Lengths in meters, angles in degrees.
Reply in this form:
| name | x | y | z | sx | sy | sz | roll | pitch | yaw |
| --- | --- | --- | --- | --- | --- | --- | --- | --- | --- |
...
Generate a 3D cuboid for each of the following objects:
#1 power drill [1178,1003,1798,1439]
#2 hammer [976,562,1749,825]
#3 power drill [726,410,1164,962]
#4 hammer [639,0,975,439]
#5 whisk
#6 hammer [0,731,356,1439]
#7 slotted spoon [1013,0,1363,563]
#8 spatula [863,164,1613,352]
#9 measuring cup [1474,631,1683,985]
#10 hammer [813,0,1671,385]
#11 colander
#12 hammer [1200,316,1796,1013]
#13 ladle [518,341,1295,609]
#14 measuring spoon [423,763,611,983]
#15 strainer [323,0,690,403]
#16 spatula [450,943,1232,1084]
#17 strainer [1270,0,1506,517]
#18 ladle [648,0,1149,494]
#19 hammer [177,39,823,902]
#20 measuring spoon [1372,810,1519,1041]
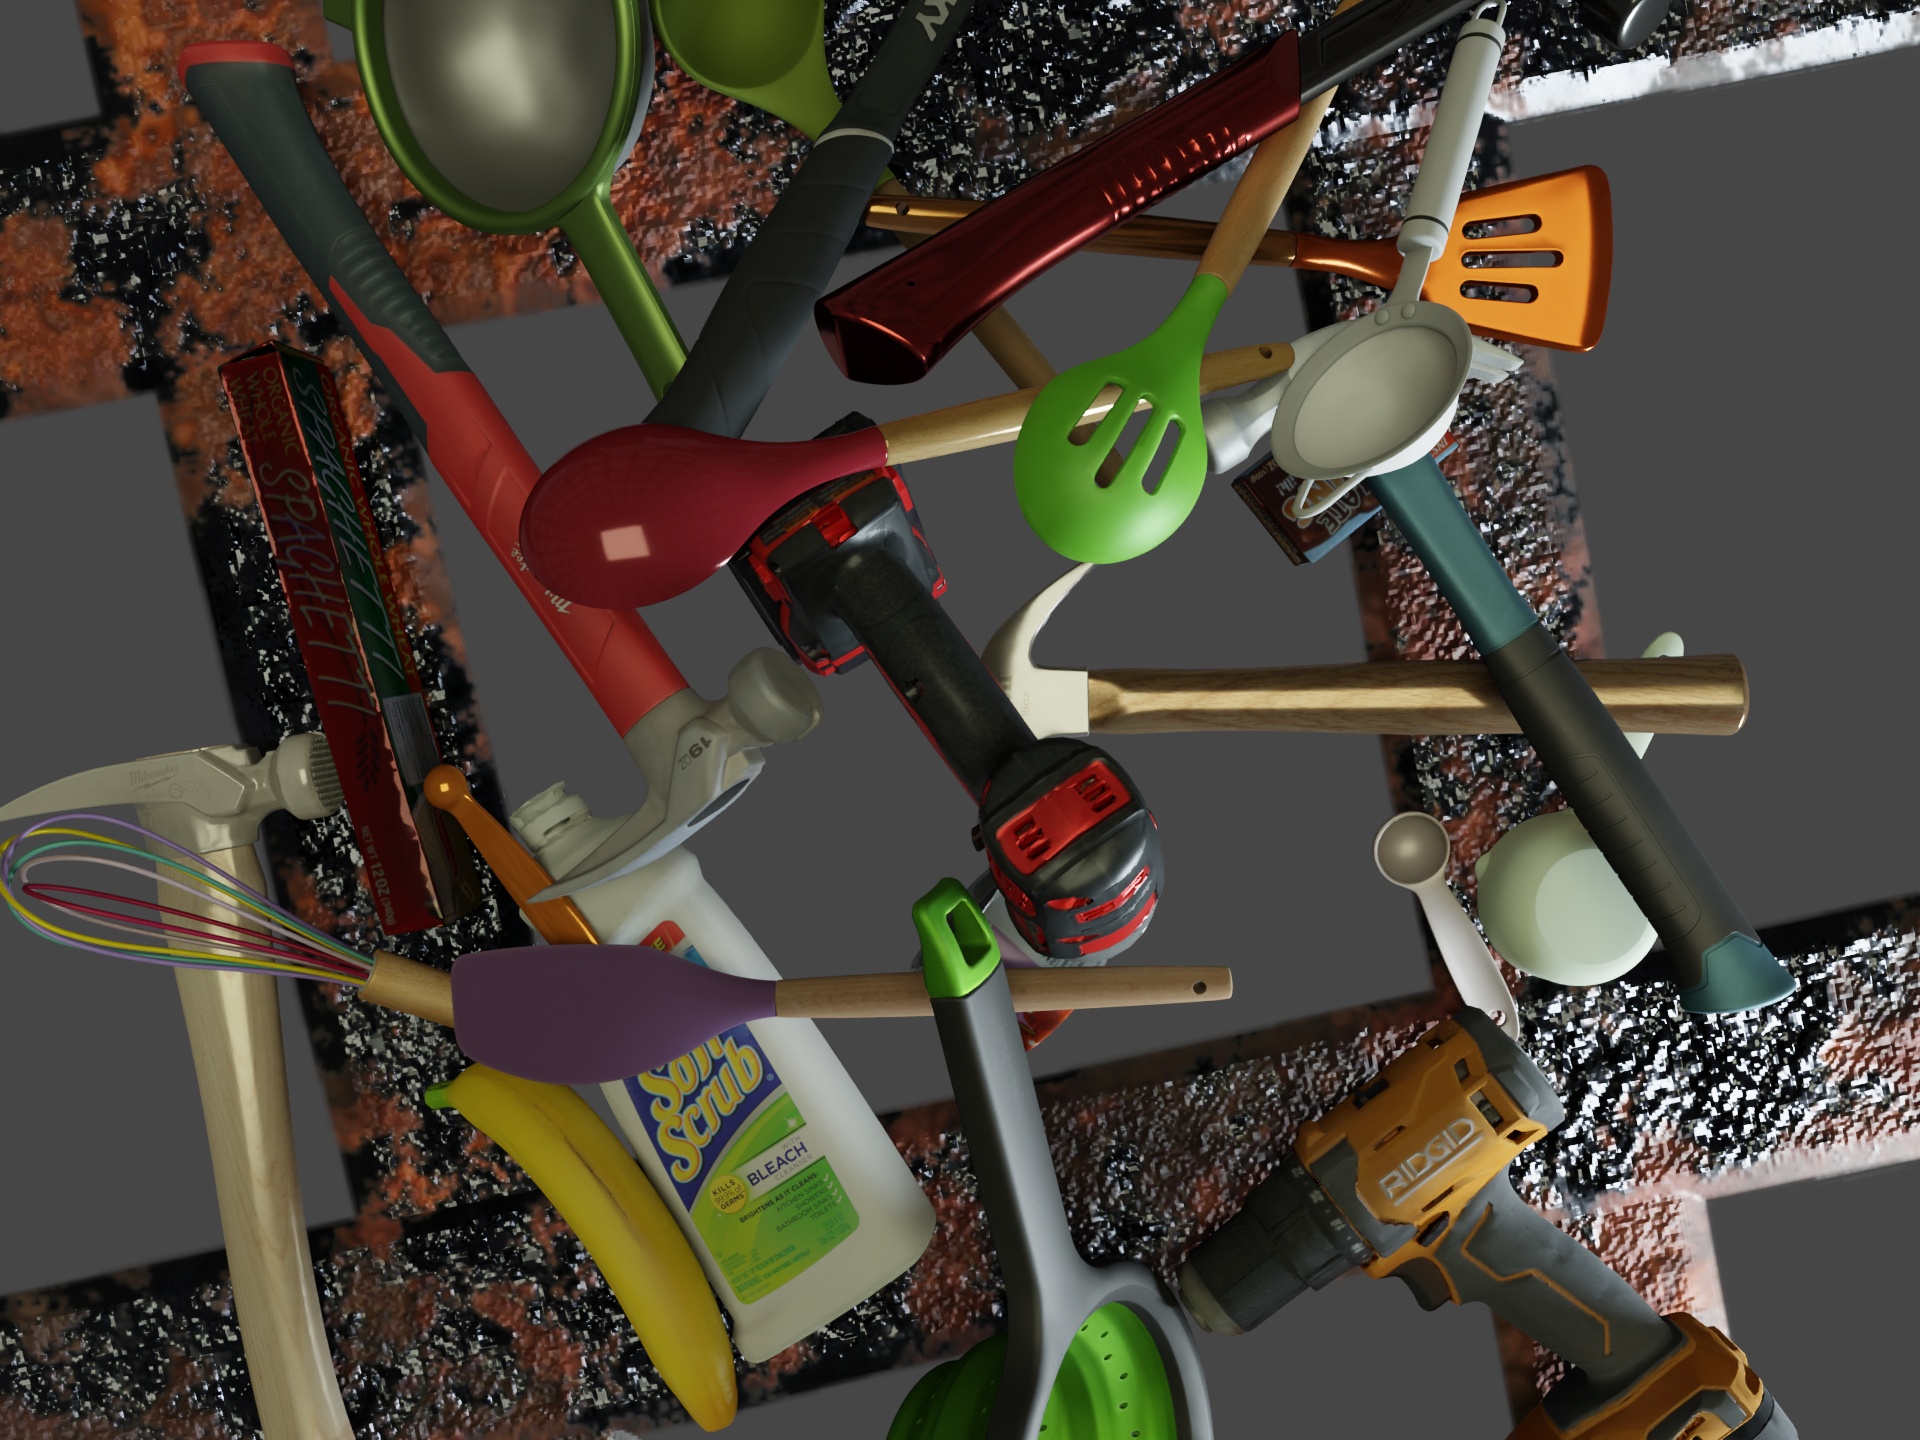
| name | x | y | z | sx | sy | sz | roll | pitch | yaw |
| --- | --- | --- | --- | --- | --- | --- | --- | --- | --- |
| power drill | 0.224 | 0.265 | 0.697 | 0.185 | 0.084 | 0.226 | -39 | 90 | 2 |
| hammer | 0.170 | -0.012 | 0.693 | 0.331 | 0.031 | 0.130 | -1 | 92 | 2 |
| power drill | -0.001 | -0.002 | 0.621 | 0.078 | 0.143 | 0.220 | -36 | 67 | -5 |
| hammer | -0.028 | -0.238 | 0.626 | 0.149 | 0.036 | 0.409 | 29 | 77 | -8 |
| whisk | -0.265 | 0.100 | 0.650 | 0.244 | 0.047 | 0.051 | 26 | 92 | -26 |
| hammer | -0.314 | 0.217 | 0.696 | 0.146 | 0.038 | 0.410 | -9 | 94 | 0 |
| slotted spoon | 0.106 | -0.190 | 0.628 | 0.070 | 0.031 | 0.314 | 31 | 64 | -5 |
| spatula | 0.120 | -0.204 | 0.672 | 0.322 | 0.041 | 0.081 | 1 | 93 | -12 |
| measuring cup | 0.290 | 0.039 | 0.705 | 0.083 | 0.038 | 0.167 | 22 | 93 | -3 |
| hammer | 0.095 | -0.240 | 0.618 | 0.359 | 0.036 | 0.149 | -33 | 63 | -12 |
| colander | 0.009 | 0.252 | 0.645 | 0.094 | 0.204 | 0.397 | -7 | 105 | 29 |
| hammer | 0.233 | -0.021 | 0.657 | 0.128 | 0.033 | 0.331 | -32 | 87 | 0 |
| ladle | -0.006 | -0.105 | 0.589 | 0.315 | 0.031 | 0.069 | -17 | 72 | -22 |
| measuring spoon | -0.184 | 0.065 | 0.658 | 0.021 | 0.011 | 0.117 | -44 | 83 | 19 |
| strainer | -0.147 | -0.230 | 0.650 | 0.151 | 0.069 | 0.256 | -25 | 95 | 35 |
| spatula | -0.049 | 0.114 | 0.645 | 0.316 | 0.018 | 0.059 | -3 | 98 | 1 |
| strainer | 0.185 | -0.184 | 0.635 | 0.050 | 0.087 | 0.258 | 30 | 72 | -37 |
| ladle | -0.015 | -0.208 | 0.675 | 0.078 | 0.062 | 0.320 | -41 | 96 | -6 |
| hammer | -0.216 | -0.113 | 0.648 | 0.143 | 0.038 | 0.386 | -39 | 81 | 18 |
| measuring spoon | 0.222 | 0.095 | 0.721 | 0.034 | 0.018 | 0.124 | -28 | 100 | 3 |
